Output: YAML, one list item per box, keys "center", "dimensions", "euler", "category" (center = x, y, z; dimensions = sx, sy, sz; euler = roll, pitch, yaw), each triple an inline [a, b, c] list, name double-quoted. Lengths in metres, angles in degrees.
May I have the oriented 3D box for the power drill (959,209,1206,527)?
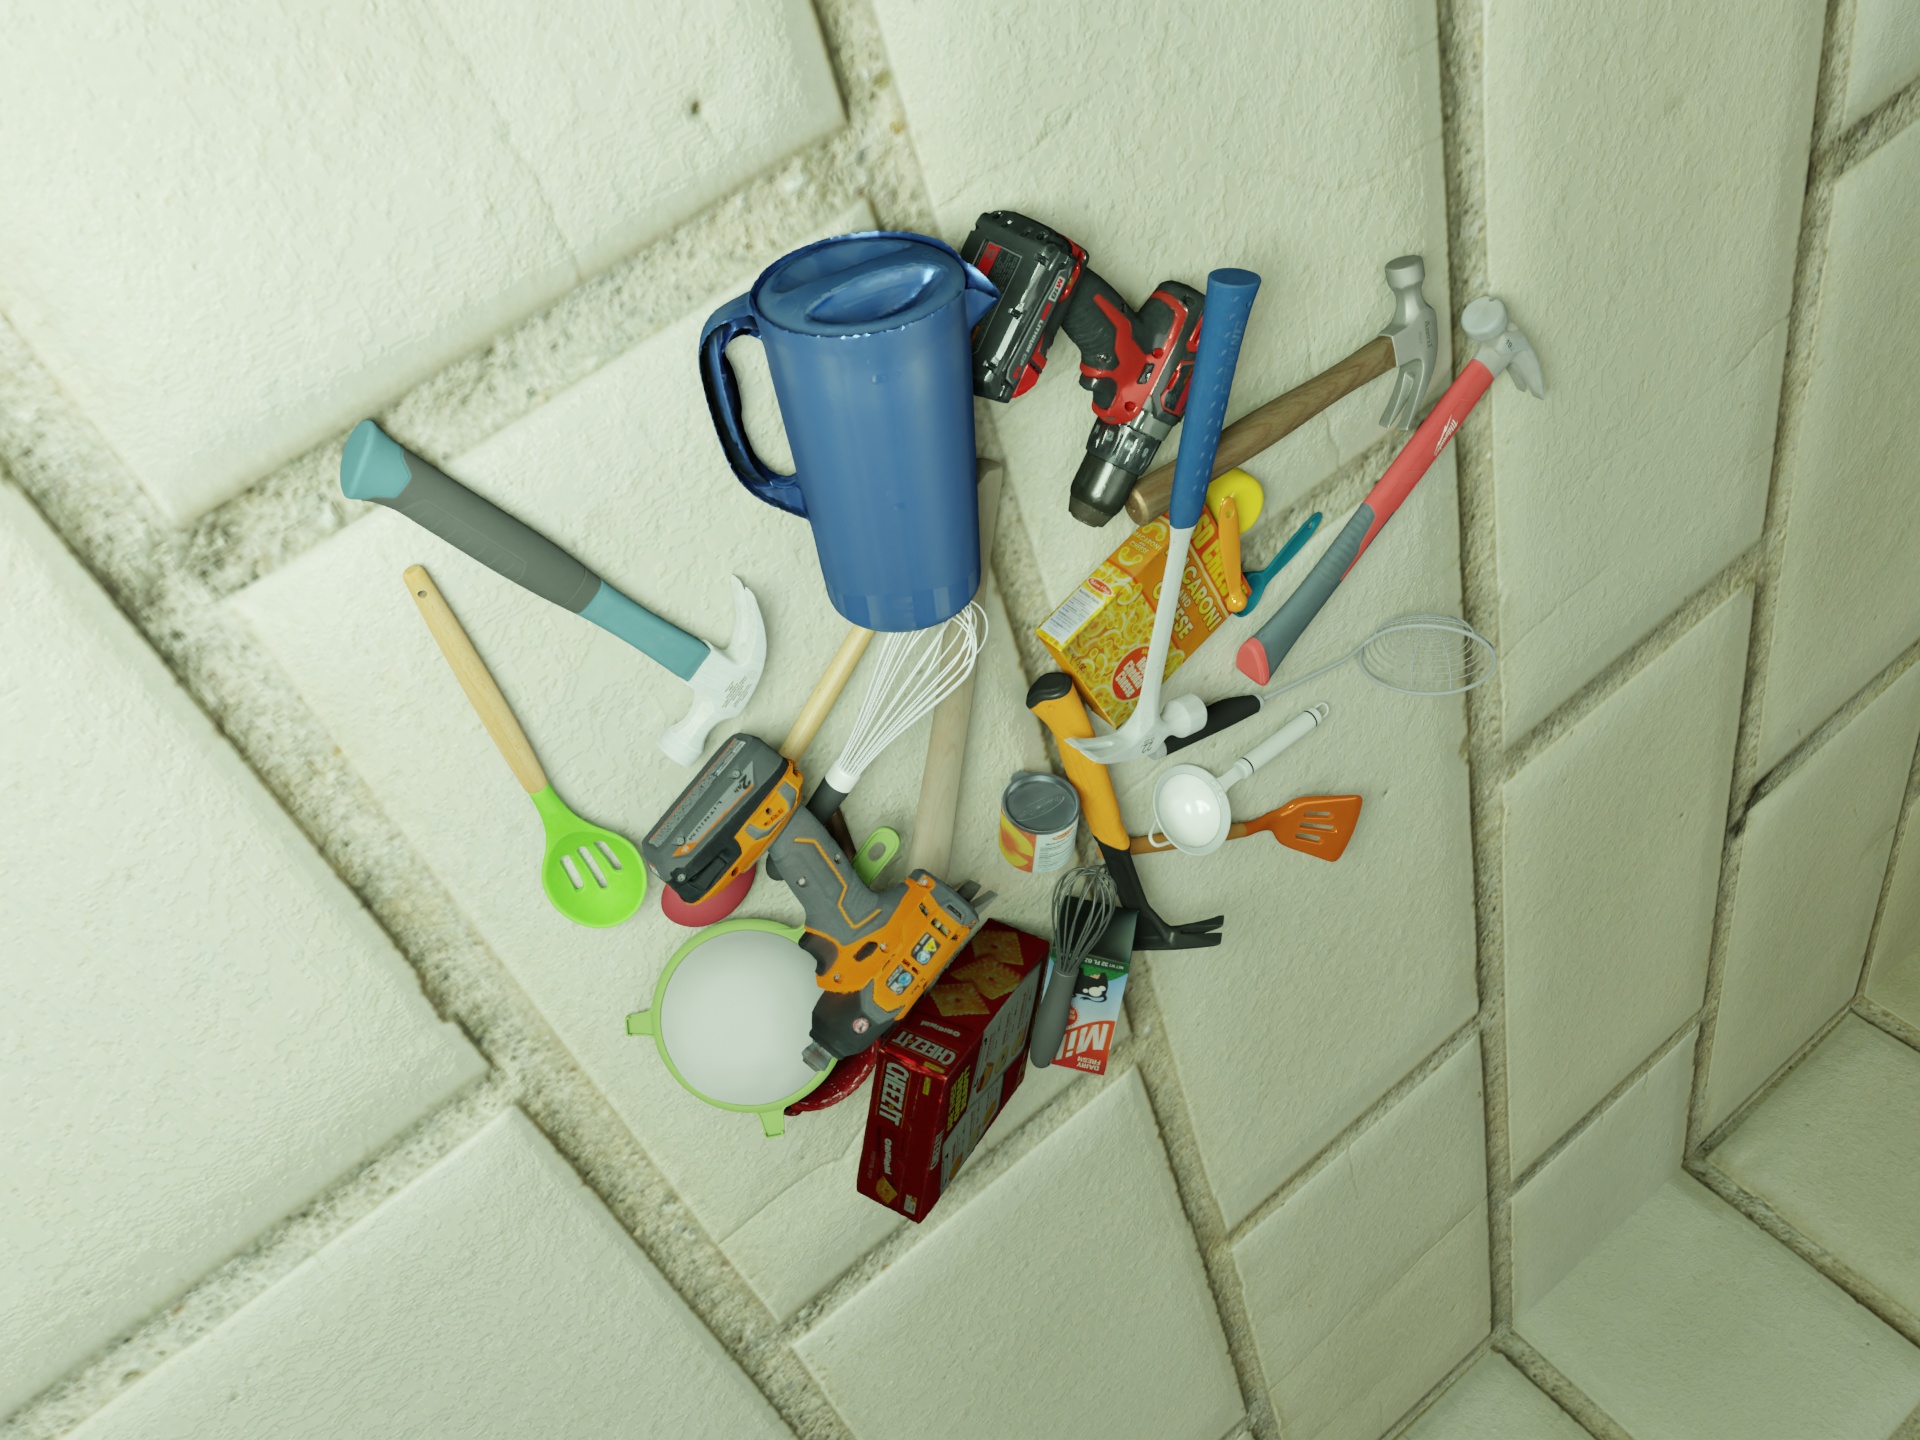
- center: [0.079, -0.242, 1.126]
  dimensions: [0.226, 0.080, 0.188]
  euler: [11, 111, -46]
  category: "power drill"

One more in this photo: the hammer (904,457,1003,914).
- center: [-0.002, -0.004, 1.238]
  dimensions: [0.146, 0.038, 0.410]
  euler: [-23, 129, -47]
  category: "hammer"

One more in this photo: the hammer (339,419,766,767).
- center: [-0.245, -0.084, 0.995]
  dimensions: [0.128, 0.033, 0.330]
  euler: [-52, 137, 3]
  category: "hammer"

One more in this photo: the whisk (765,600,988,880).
- center: [-0.070, 0.018, 1.168]
  dimensions: [0.070, 0.070, 0.284]
  euler: [10, 125, -43]
  category: "whisk"

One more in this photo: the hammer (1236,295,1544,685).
- center: [0.386, -0.188, 1.440]
  dimensions: [0.386, 0.038, 0.143]
  euler: [-53, 139, 3]
  category: "hammer"

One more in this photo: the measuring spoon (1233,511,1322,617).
- center: [0.273, -0.142, 1.398]
  dimensions: [0.128, 0.021, 0.042]
  euler: [-46, 143, -17]
  category: "measuring spoon"

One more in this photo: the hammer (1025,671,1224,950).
- center: [0.133, 0.087, 1.386]
  dimensions: [0.034, 0.127, 0.336]
  euler: [-72, 148, -42]
  category: "hammer"

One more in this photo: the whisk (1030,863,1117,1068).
- center: [0.091, 0.216, 1.369]
  dimensions: [0.055, 0.055, 0.238]
  euler: [-14, 132, -32]
  category: "whisk"

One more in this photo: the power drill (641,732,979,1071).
- center: [-0.115, 0.135, 1.133]
  dimensions: [0.226, 0.084, 0.164]
  euler: [42, 78, -19]
  category: "power drill"

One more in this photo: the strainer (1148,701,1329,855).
- center: [0.261, 0.051, 1.500]
  dimensions: [0.258, 0.050, 0.087]
  euler: [-33, 91, -25]
  category: "strainer"

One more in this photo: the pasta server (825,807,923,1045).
- center: [-0.075, 0.175, 1.322]
  dimensions: [0.060, 0.040, 0.315]
  euler: [-31, 130, -19]
  category: "pasta server"

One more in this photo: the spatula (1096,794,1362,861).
- center: [0.262, 0.113, 1.544]
  dimensions: [0.322, 0.041, 0.081]
  euler: [-5, 122, -36]
  category: "spatula"

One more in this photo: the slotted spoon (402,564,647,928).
- center: [-0.286, 0.024, 1.041]
  dimensions: [0.070, 0.031, 0.313]
  euler: [-23, 131, -6]
  category: "slotted spoon"

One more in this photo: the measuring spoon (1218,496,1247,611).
- center: [0.224, -0.134, 1.301]
  dimensions: [0.021, 0.011, 0.116]
  euler: [-32, 134, -19]
  category: "measuring spoon"

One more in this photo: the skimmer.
- center: [0.337, -0.014, 1.481]
  dimensions: [0.363, 0.090, 0.127]
  euler: [-23, 162, -23]
  category: "skimmer"

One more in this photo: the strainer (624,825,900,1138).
- center: [-0.128, 0.186, 1.193]
  dimensions: [0.151, 0.069, 0.256]
  euler: [38, 91, -3]
  category: "strainer"

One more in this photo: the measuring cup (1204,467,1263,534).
- center: [0.212, -0.212, 1.285]
  dimensions: [0.062, 0.029, 0.156]
  euler: [-37, 136, -14]
  category: "measuring cup"

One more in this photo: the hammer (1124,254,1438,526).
- center: [0.263, -0.245, 1.278]
  dimensions: [0.331, 0.031, 0.130]
  euler: [-33, 122, -20]
  category: "hammer"

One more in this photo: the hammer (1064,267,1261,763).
- center: [0.165, -0.139, 1.208]
  dimensions: [0.144, 0.035, 0.405]
  euler: [-22, 134, -36]
  category: "hammer"

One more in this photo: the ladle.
- center: [-0.126, 0.026, 1.176]
  dimensions: [0.069, 0.031, 0.315]
  euler: [25, 100, -43]
  category: "ladle"
